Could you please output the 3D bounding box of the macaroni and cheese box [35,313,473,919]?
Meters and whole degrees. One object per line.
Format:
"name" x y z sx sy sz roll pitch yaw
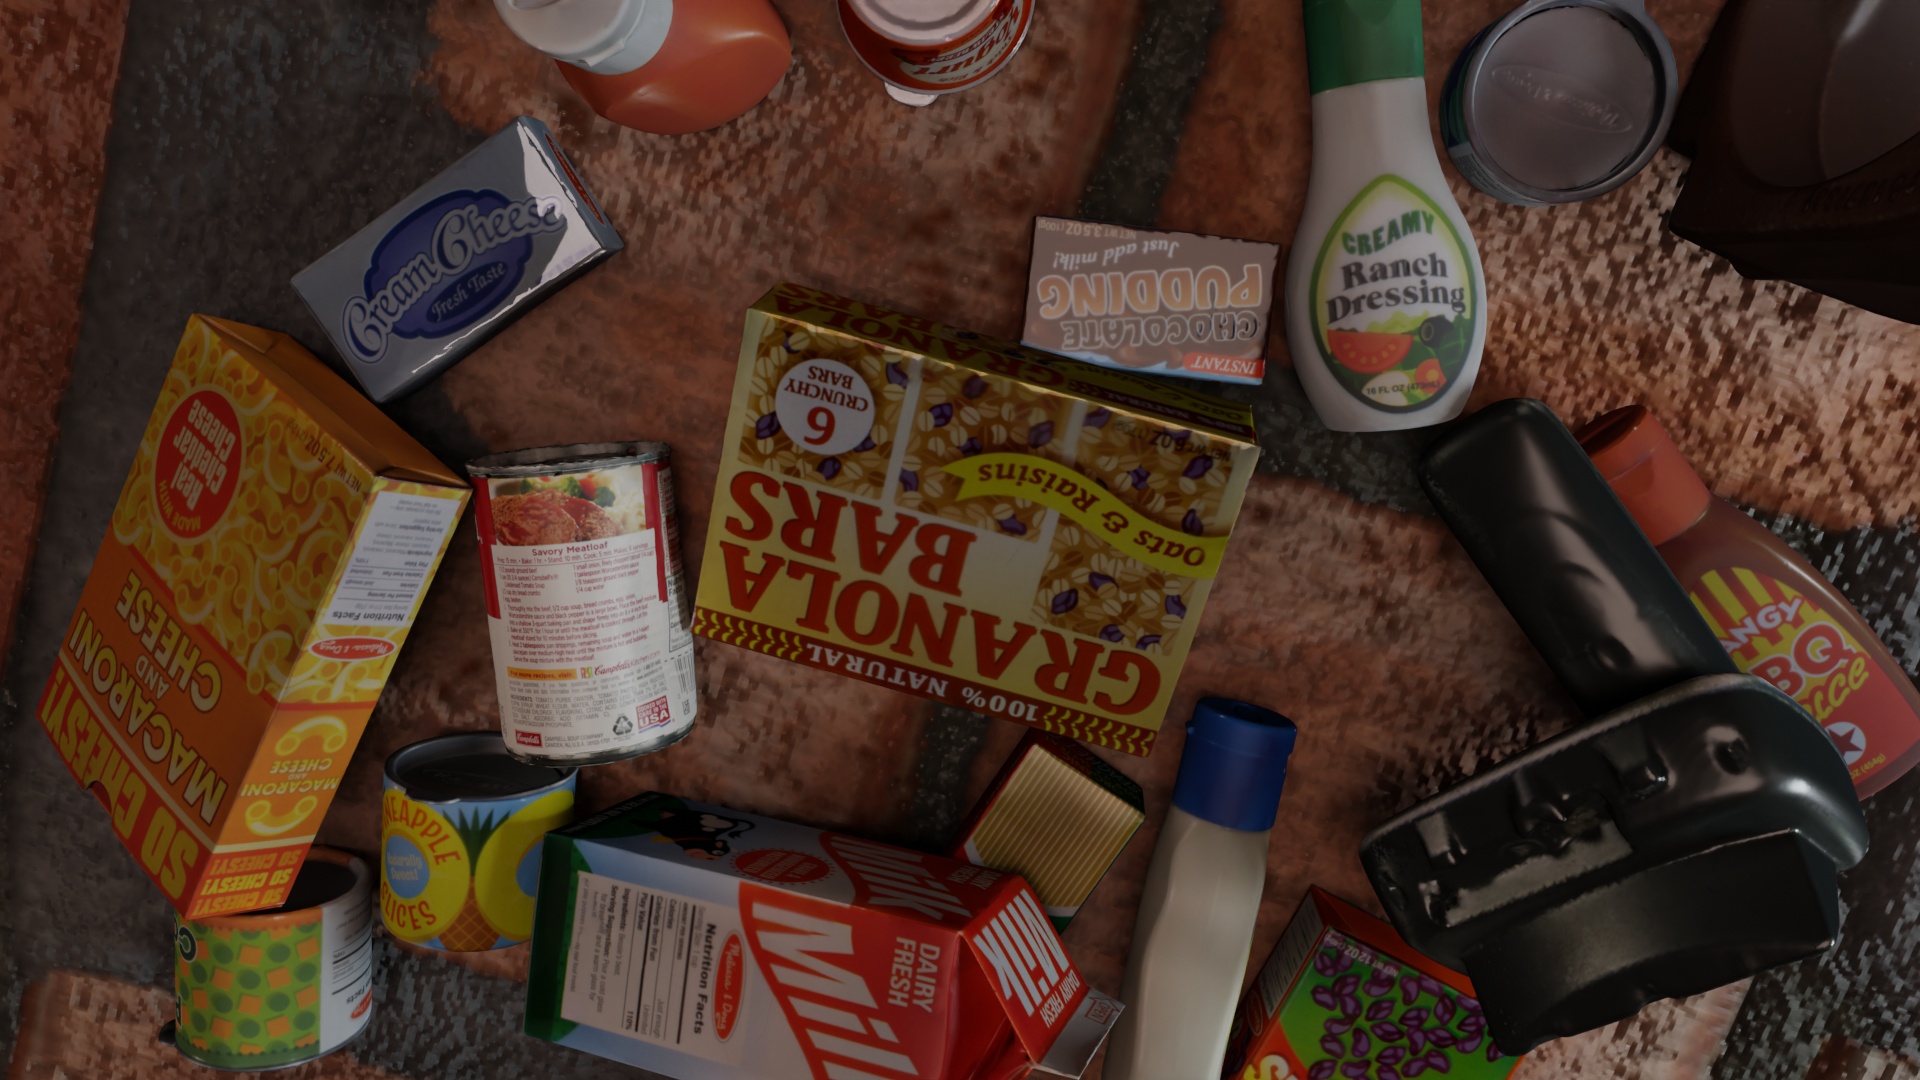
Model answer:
"macaroni and cheese box" -0.249 0.024 0.478 0.124 0.040 0.166 33 101 29

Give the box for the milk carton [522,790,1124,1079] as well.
"milk carton" -0.044 0.145 0.471 0.190 0.072 0.073 9 94 18

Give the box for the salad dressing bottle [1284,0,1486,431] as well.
"salad dressing bottle" 0.136 -0.111 0.456 0.064 0.044 0.147 -6 99 6

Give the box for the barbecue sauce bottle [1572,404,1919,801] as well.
"barbecue sauce bottle" 0.258 0.022 0.471 0.064 0.044 0.148 -38 95 16

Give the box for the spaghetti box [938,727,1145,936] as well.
"spaghetti box" -0.021 0.182 0.523 0.050 0.029 0.249 34 100 -1

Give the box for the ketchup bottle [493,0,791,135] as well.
"ketchup bottle" -0.093 -0.151 0.410 0.064 0.149 0.043 -24 99 8

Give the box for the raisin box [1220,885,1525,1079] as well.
"raisin box" 0.140 0.203 0.511 0.086 0.040 0.123 27 101 -2

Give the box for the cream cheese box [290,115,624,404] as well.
"cream cheese box" -0.176 -0.097 0.488 0.104 0.024 0.053 -32 96 8

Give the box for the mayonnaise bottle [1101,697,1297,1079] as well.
"mayonnaise bottle" 0.085 0.131 0.492 0.041 0.065 0.148 13 97 4

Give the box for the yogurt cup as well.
"yogurt cup" -0.010 -0.182 0.448 0.072 0.054 0.072 1 99 3

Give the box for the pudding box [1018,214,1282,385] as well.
"pudding box" 0.063 -0.082 0.472 0.084 0.030 0.049 8 101 3

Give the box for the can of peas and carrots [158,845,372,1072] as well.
"can of peas and carrots" -0.255 0.152 0.513 0.071 0.071 0.058 5 99 3

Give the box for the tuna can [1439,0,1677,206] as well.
"tuna can" 0.194 -0.145 0.452 0.071 0.033 0.071 1 100 3

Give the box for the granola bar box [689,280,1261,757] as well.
"granola bar box" 0.002 -0.006 0.471 0.166 0.039 0.123 15 116 1

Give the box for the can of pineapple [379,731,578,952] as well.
"can of pineapple" -0.174 0.107 0.499 0.071 0.071 0.057 6 100 3
